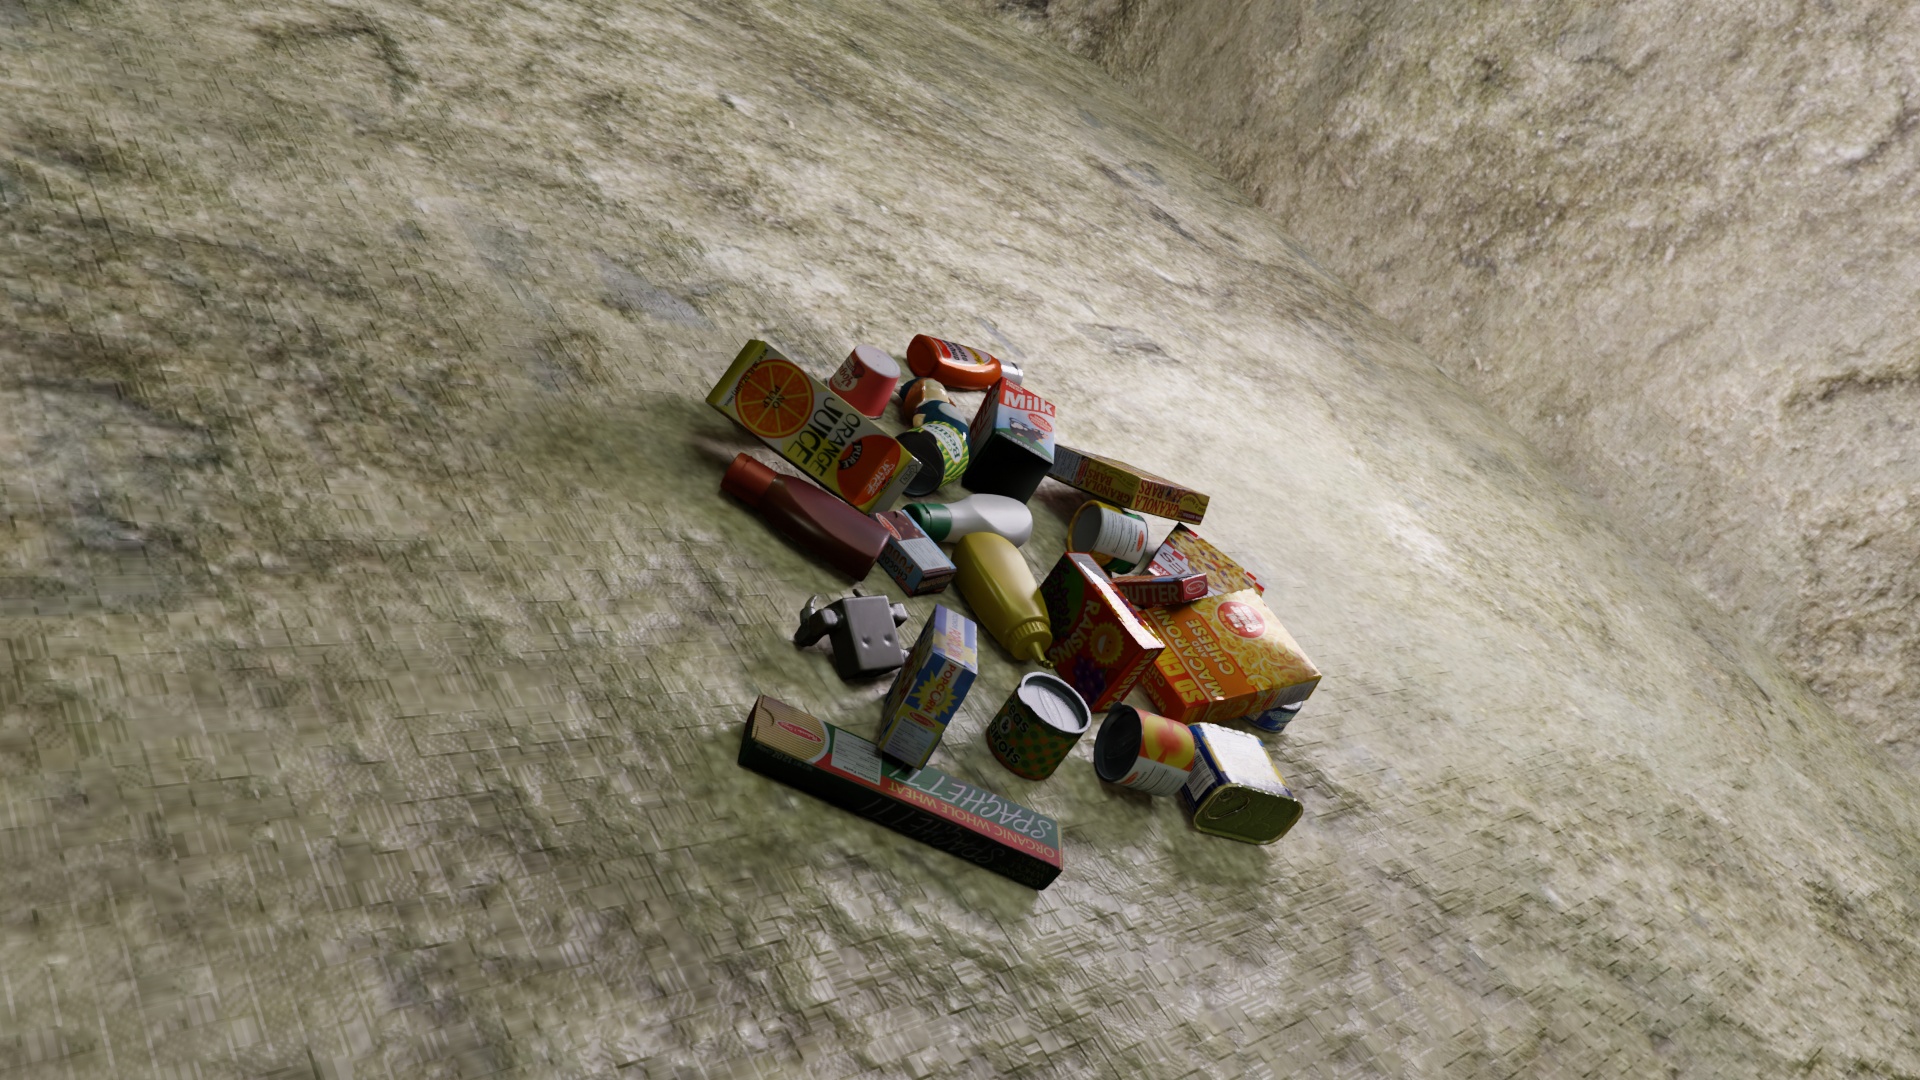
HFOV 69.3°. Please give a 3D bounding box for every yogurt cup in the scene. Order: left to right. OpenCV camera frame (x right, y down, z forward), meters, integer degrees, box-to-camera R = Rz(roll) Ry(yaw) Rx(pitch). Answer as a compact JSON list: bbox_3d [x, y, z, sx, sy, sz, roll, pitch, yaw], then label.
[{"bbox_3d":[-0.099,-0.168,1.455,0.072,0.053,0.073,26,29,-16],"label":"yogurt cup"}]

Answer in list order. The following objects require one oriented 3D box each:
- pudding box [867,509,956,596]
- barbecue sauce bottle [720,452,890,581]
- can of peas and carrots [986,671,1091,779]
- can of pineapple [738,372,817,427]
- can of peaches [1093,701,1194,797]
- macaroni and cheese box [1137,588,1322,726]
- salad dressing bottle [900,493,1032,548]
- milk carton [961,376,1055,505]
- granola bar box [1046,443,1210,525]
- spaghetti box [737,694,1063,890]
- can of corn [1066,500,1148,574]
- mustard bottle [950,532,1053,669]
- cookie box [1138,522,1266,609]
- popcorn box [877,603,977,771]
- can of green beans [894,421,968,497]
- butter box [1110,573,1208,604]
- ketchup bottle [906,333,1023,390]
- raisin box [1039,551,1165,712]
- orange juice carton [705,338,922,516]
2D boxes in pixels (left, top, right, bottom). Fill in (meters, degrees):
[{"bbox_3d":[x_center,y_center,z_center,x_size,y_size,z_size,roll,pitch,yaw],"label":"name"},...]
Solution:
[{"bbox_3d":[-0.048,0.010,1.252,0.050,0.030,0.084,-9,49,-51],"label":"pudding box"},{"bbox_3d":[-0.135,-0.024,1.201,0.148,0.043,0.065,31,28,-4],"label":"barbecue sauce bottle"},{"bbox_3d":[0.061,0.149,1.118,0.071,0.058,0.071,25,29,-15],"label":"can of peas and carrots"},{"bbox_3d":[-0.175,-0.134,1.303,0.058,0.070,0.071,11,35,-36],"label":"can of pineapple"},{"bbox_3d":[0.154,0.175,1.166,0.058,0.071,0.071,21,30,-25],"label":"can of peaches"},{"bbox_3d":[0.246,0.114,1.340,0.167,0.040,0.124,-9,47,-29],"label":"macaroni and cheese box"},{"bbox_3d":[0.005,-0.017,1.338,0.148,0.043,0.064,0,44,-45],"label":"salad dressing bottle"},{"bbox_3d":[0.055,-0.115,1.512,0.072,0.073,0.191,28,28,-12],"label":"milk carton"},{"bbox_3d":[0.183,-0.061,1.532,0.124,0.039,0.166,25,9,36],"label":"granola bar box"},{"bbox_3d":[-0.039,0.182,0.993,0.250,0.028,0.050,26,29,-14],"label":"spaghetti box"},{"bbox_3d":[0.151,-0.003,1.449,0.058,0.071,0.071,18,32,-27],"label":"can of corn"},{"bbox_3d":[0.044,0.060,1.251,0.065,0.048,0.161,4,40,-32],"label":"mustard bottle"},{"bbox_3d":[0.257,0.054,1.496,0.123,0.040,0.168,37,27,6],"label":"cookie box"},{"bbox_3d":[-0.023,0.106,1.036,0.038,0.085,0.127,29,11,-6],"label":"popcorn box"},{"bbox_3d":[-0.033,-0.081,1.374,0.071,0.071,0.058,40,28,11],"label":"can of green beans"},{"bbox_3d":[0.188,0.049,1.381,0.103,0.024,0.053,-3,4,37],"label":"butter box"},{"bbox_3d":[0.009,-0.203,1.636,0.149,0.043,0.065,7,38,-42],"label":"ketchup bottle"},{"bbox_3d":[0.117,0.082,1.254,0.040,0.085,0.124,4,40,-46],"label":"raisin box"},{"bbox_3d":[-0.127,-0.095,1.244,0.192,0.072,0.073,37,-4,-20],"label":"orange juice carton"}]
